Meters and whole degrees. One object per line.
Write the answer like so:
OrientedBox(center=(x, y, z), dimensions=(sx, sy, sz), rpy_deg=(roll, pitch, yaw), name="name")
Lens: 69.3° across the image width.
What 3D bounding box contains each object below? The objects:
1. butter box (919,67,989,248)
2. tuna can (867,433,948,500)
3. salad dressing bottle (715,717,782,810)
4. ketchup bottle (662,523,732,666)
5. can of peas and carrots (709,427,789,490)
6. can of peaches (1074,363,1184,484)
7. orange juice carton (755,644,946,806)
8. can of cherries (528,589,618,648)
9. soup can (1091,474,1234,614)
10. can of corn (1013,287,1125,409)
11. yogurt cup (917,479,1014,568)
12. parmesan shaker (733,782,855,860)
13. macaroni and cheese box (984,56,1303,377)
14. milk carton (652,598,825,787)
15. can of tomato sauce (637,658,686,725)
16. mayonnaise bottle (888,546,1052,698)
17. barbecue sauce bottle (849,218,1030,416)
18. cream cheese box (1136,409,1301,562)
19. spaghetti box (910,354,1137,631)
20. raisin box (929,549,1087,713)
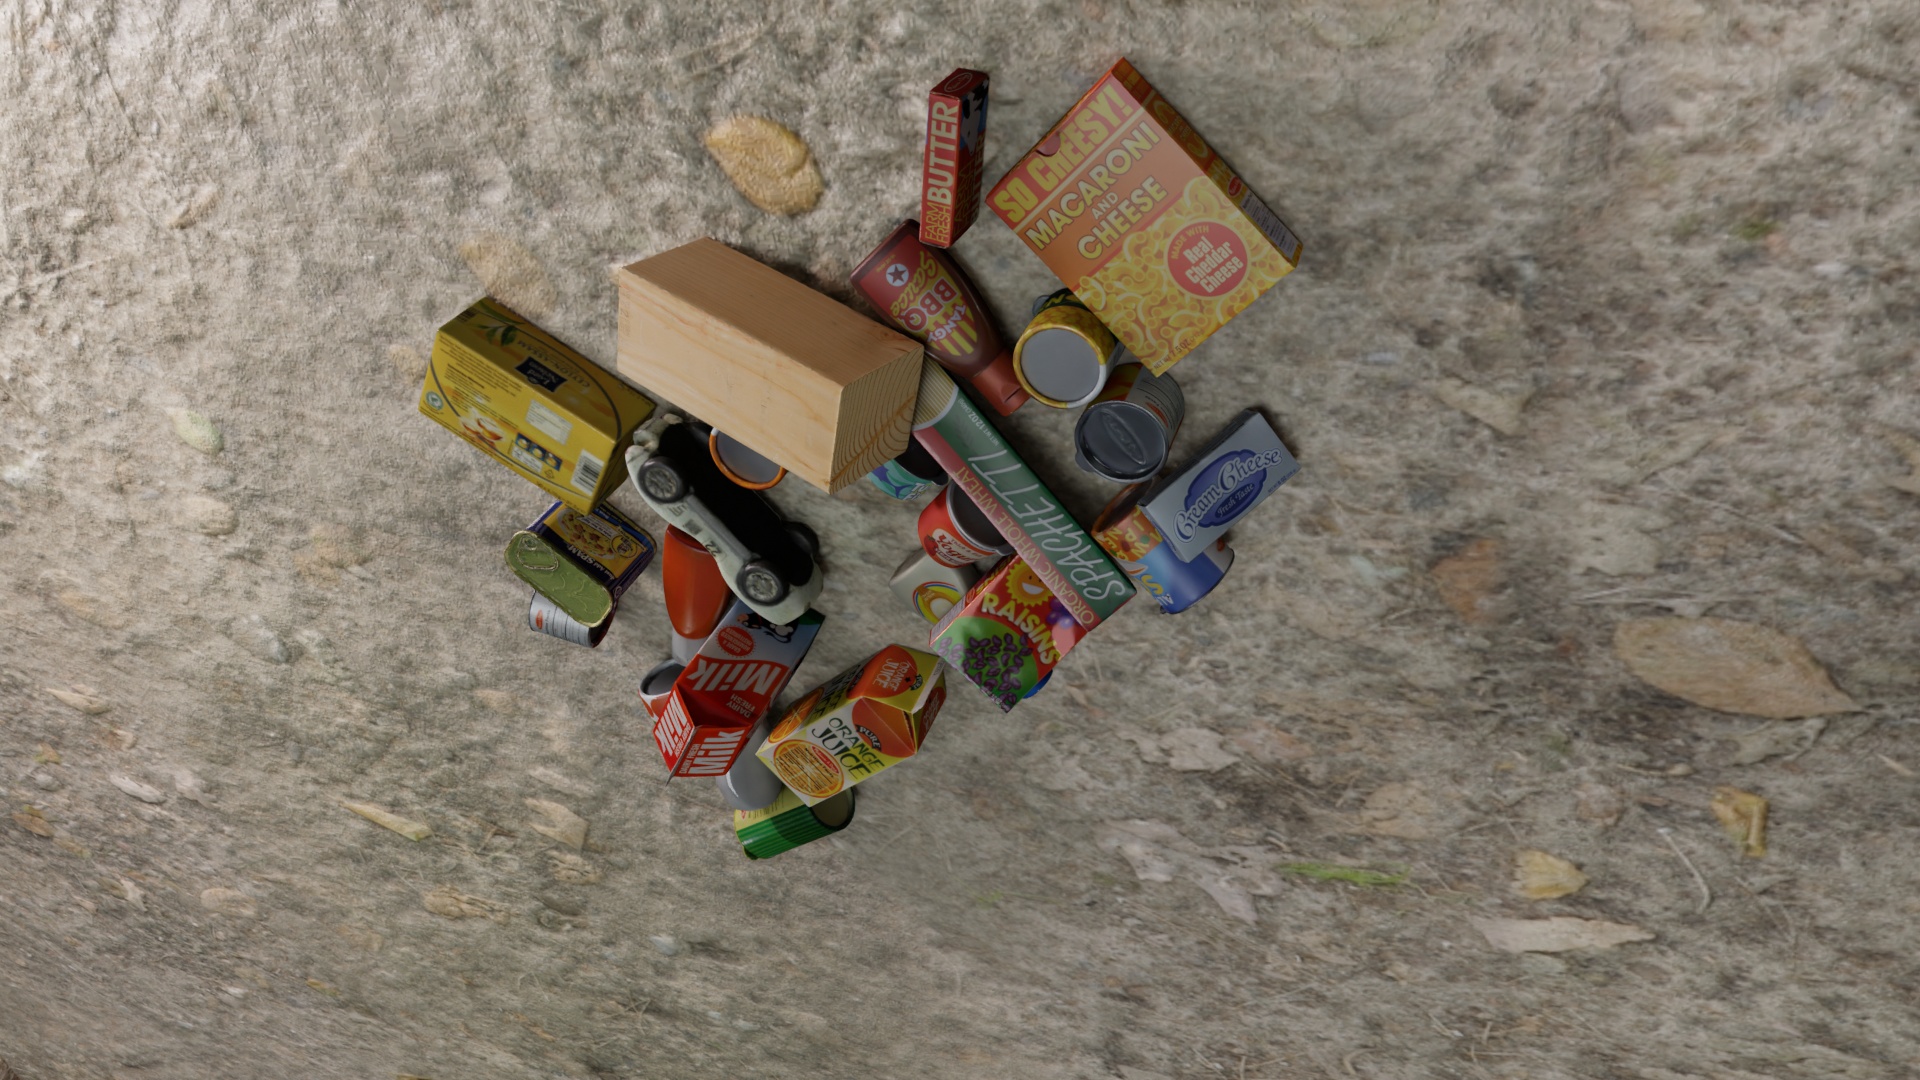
OrientedBox(center=(-0.004, -0.248, 0.904), dimensions=(0.024, 0.053, 0.103), rpy_deg=(16, 128, 14), name="butter box")
OrientedBox(center=(-0.040, -0.063, 1.041), dimensions=(0.071, 0.071, 0.032), rpy_deg=(43, 130, -10), name="tuna can")
OrientedBox(center=(-0.198, 0.170, 1.266), dimensions=(0.044, 0.064, 0.147), rpy_deg=(12, 112, 50), name="salad dressing bottle")
OrientedBox(center=(-0.231, 0.048, 1.217), dimensions=(0.065, 0.044, 0.148), rpy_deg=(22, 129, 9), name="ketchup bottle")
OrientedBox(center=(-0.152, -0.079, 1.084), dimensions=(0.071, 0.059, 0.070), rpy_deg=(12, 127, 16), name="can of peas and carrots")
OrientedBox(center=(0.117, -0.081, 0.967), dimensions=(0.071, 0.058, 0.071), rpy_deg=(12, 128, 15), name="can of peaches")
OrientedBox(center=(-0.084, 0.156, 1.212), dimensions=(0.192, 0.072, 0.073), rpy_deg=(-32, 107, 37), name="orange juice carton")
OrientedBox(center=(-0.349, 0.057, 1.259), dimensions=(0.058, 0.072, 0.071), rpy_deg=(16, 128, 4), name="can of cherries")
OrientedBox(center=(0.144, 0.004, 1.009), dimensions=(0.083, 0.072, 0.071), rpy_deg=(44, 128, -10), name="soup can")
OrientedBox(center=(0.073, -0.133, 0.949), dimensions=(0.071, 0.058, 0.070), rpy_deg=(11, 127, 15), name="can of corn")
OrientedBox(center=(0.004, -0.013, 1.061), dimensions=(0.072, 0.073, 0.053), rpy_deg=(45, 136, -11), name="yogurt cup")
OrientedBox(center=(-0.157, 0.259, 1.317), dimensions=(0.102, 0.072, 0.071), rpy_deg=(-27, 109, 35), name="parmesan shaker")
OrientedBox(center=(0.116, -0.204, 0.892), dimensions=(0.166, 0.040, 0.123), rpy_deg=(43, 128, -10), name="macaroni and cheese box")
OrientedBox(center=(-0.191, 0.123, 1.157), dimensions=(0.073, 0.191, 0.072), rpy_deg=(31, 130, 0), name="milk carton")
OrientedBox(center=(-0.251, 0.158, 1.288), dimensions=(0.071, 0.071, 0.082), rpy_deg=(-6, 120, 27), name="can of tomato sauce")
OrientedBox(center=(0.013, 0.066, 1.126), dimensions=(0.148, 0.041, 0.064), rpy_deg=(45, 123, -11), name="mayonnaise bottle")
OrientedBox(center=(-0.006, -0.152, 0.976), dimensions=(0.064, 0.044, 0.148), rpy_deg=(-41, 102, 14), name="barbecue sauce bottle")
OrientedBox(center=(0.178, -0.038, 0.958), dimensions=(0.104, 0.024, 0.053), rpy_deg=(-40, 103, -1), name="cream cheese box")
OrientedBox(center=(0.033, -0.039, 1.021), dimensions=(0.050, 0.029, 0.250), rpy_deg=(-41, 95, 7), name="spaghetti box")
OrientedBox(center=(0.048, 0.061, 1.078), dimensions=(0.086, 0.040, 0.123), rpy_deg=(41, 103, -8), name="raisin box")
